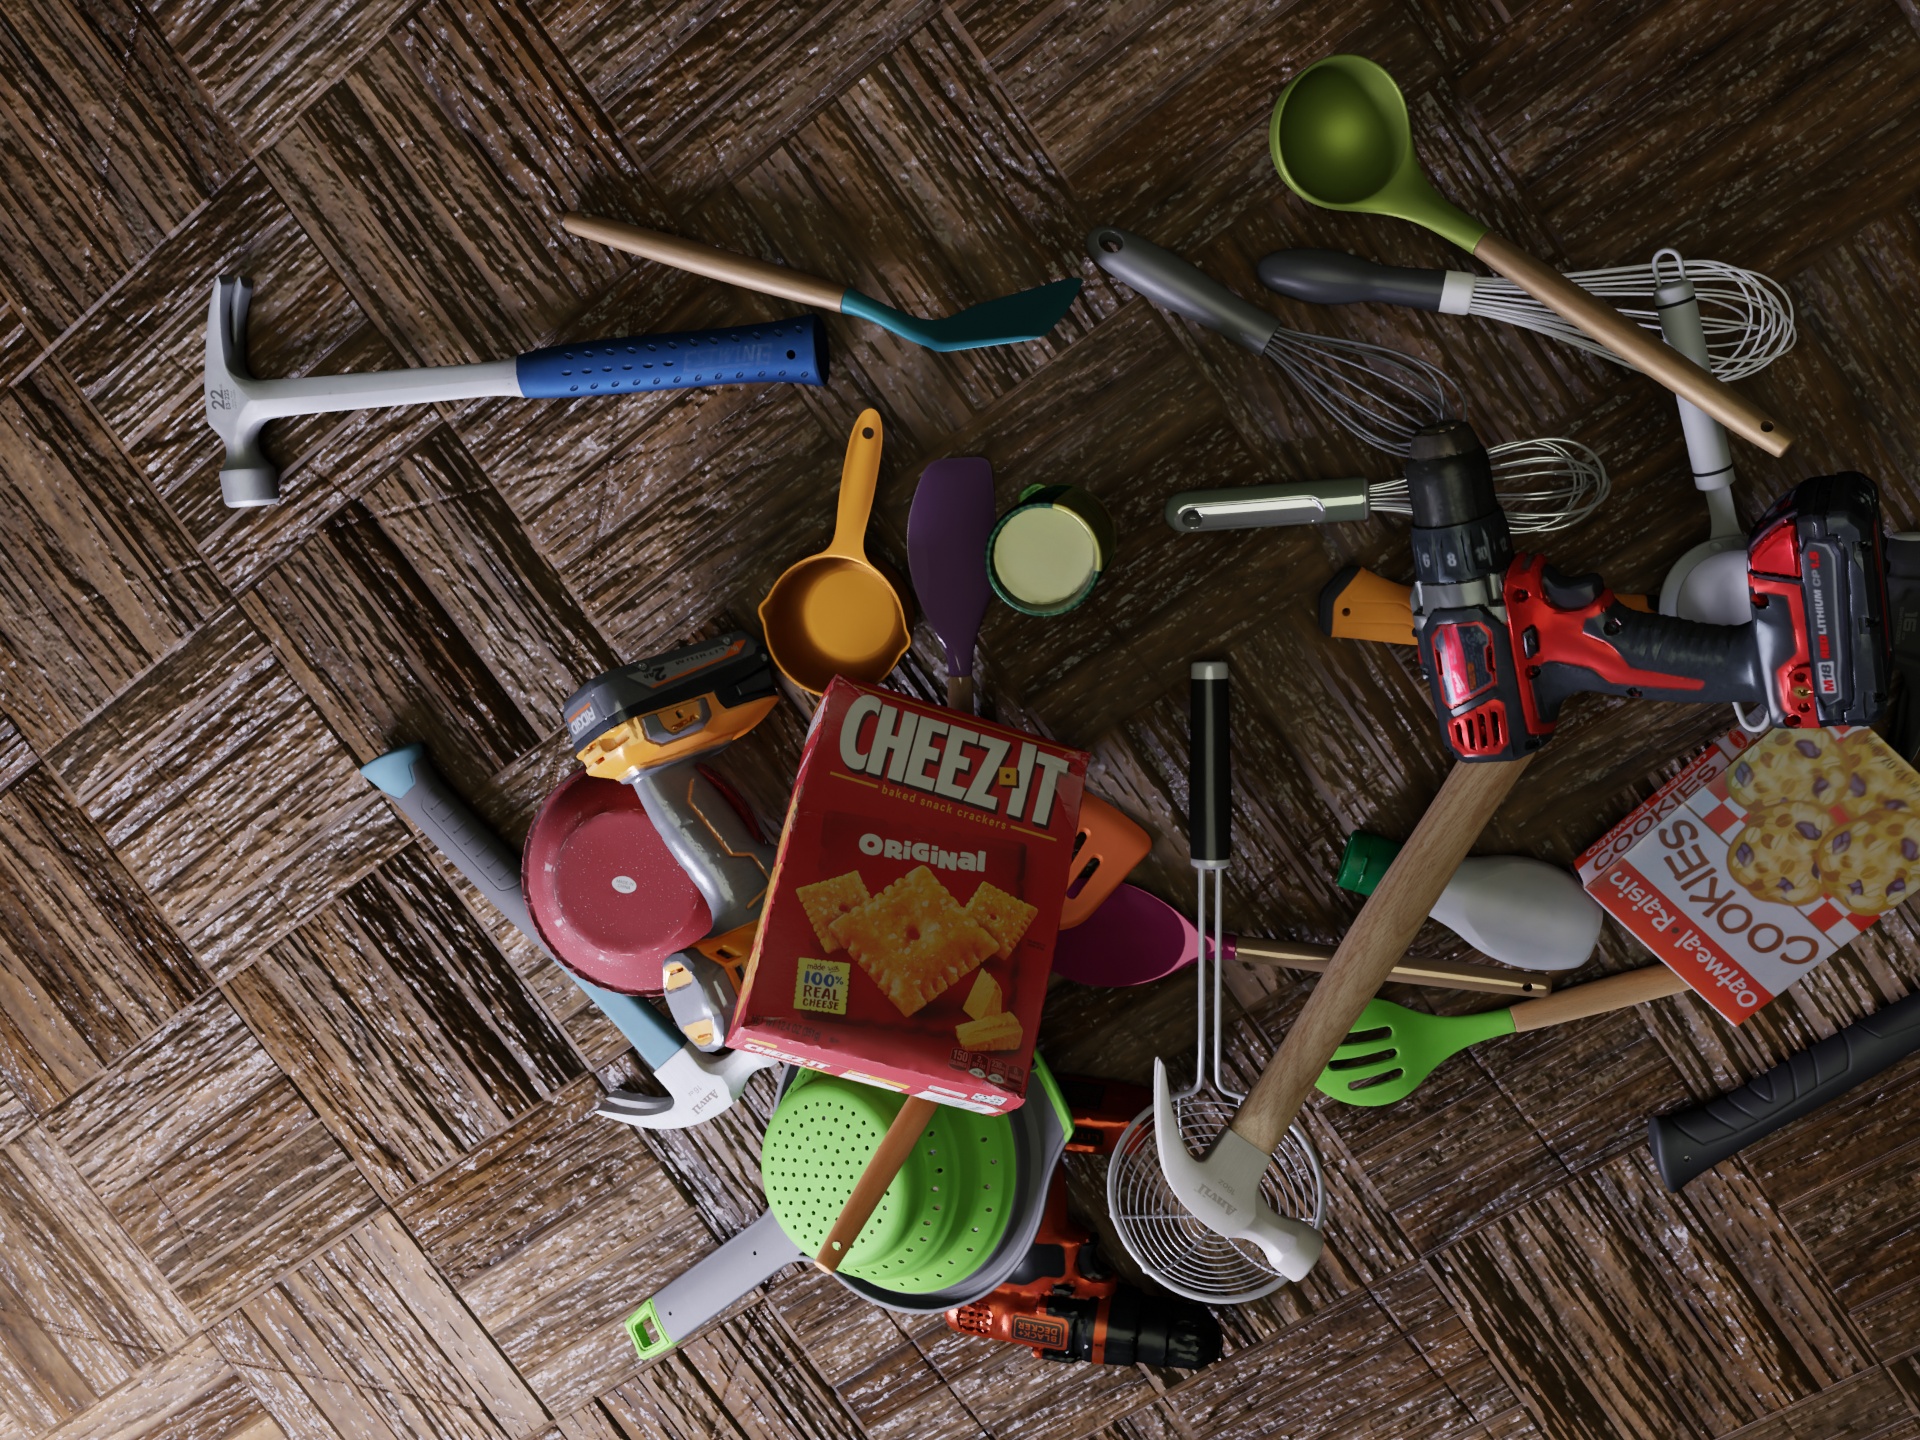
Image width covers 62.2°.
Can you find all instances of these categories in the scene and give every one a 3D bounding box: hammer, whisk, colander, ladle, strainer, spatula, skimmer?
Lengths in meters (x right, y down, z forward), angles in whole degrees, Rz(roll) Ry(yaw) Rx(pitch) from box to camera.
[{"bbox_3d":[-0.282,-0.218,0.982,0.405,0.035,0.144,-3,102,11],"label":"hammer"},{"bbox_3d":[0.304,-0.229,0.868,0.284,0.070,0.070,10,104,12],"label":"whisk"},{"bbox_3d":[0.224,0.141,0.905,0.130,0.031,0.331,34,84,3],"label":"hammer"},{"bbox_3d":[0.375,-0.049,0.905,0.337,0.034,0.127,3,102,9],"label":"hammer"},{"bbox_3d":[-0.110,0.319,1.014,0.397,0.094,0.205,-41,69,24],"label":"colander"},{"bbox_3d":[0.239,-0.127,0.907,0.246,0.059,0.057,-3,129,15],"label":"whisk"},{"bbox_3d":[0.290,-0.238,0.819,0.320,0.062,0.078,43,94,20],"label":"ladle"},{"bbox_3d":[0.399,-0.121,0.833,0.087,0.050,0.258,-4,111,46],"label":"strainer"},{"bbox_3d":[-0.002,-0.003,0.984,0.059,0.018,0.315,-9,106,-25],"label":"spatula"},{"bbox_3d":[-0.271,0.140,1.061,0.128,0.033,0.331,-43,92,15],"label":"hammer"},{"bbox_3d":[-0.090,-0.264,0.933,0.317,0.082,0.044,18,133,10],"label":"spatula"},{"bbox_3d":[0.149,0.148,0.933,0.127,0.090,0.363,0,93,6],"label":"skimmer"},{"bbox_3d":[0.554,0.181,0.924,0.334,0.035,0.146,-37,93,15],"label":"hammer"},{"bbox_3d":[0.176,-0.219,0.897,0.239,0.055,0.055,31,106,7],"label":"whisk"},{"bbox_3d":[0.006,0.178,0.938,0.081,0.041,0.323,32,63,4],"label":"spatula"}]

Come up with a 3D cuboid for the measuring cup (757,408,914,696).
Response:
[{"bbox_3d":[-0.064,-0.102,0.962,0.095,0.052,0.173,12,102,7],"label":"measuring cup"}]

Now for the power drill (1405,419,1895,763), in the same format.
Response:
[{"bbox_3d":[0.342,-0.074,0.818,0.227,0.080,0.187,-4,109,35],"label":"power drill"}]

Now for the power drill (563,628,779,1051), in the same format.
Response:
[{"bbox_3d":[-0.121,0.064,0.968,0.084,0.185,0.226,-29,84,52],"label":"power drill"}]

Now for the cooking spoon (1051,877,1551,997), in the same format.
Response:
[{"bbox_3d":[0.196,0.143,0.979,0.319,0.017,0.069,6,95,13],"label":"cooking spoon"}]

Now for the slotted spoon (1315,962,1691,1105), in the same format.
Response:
[{"bbox_3d":[0.359,0.172,0.961,0.314,0.031,0.070,-17,92,12],"label":"slotted spoon"}]
